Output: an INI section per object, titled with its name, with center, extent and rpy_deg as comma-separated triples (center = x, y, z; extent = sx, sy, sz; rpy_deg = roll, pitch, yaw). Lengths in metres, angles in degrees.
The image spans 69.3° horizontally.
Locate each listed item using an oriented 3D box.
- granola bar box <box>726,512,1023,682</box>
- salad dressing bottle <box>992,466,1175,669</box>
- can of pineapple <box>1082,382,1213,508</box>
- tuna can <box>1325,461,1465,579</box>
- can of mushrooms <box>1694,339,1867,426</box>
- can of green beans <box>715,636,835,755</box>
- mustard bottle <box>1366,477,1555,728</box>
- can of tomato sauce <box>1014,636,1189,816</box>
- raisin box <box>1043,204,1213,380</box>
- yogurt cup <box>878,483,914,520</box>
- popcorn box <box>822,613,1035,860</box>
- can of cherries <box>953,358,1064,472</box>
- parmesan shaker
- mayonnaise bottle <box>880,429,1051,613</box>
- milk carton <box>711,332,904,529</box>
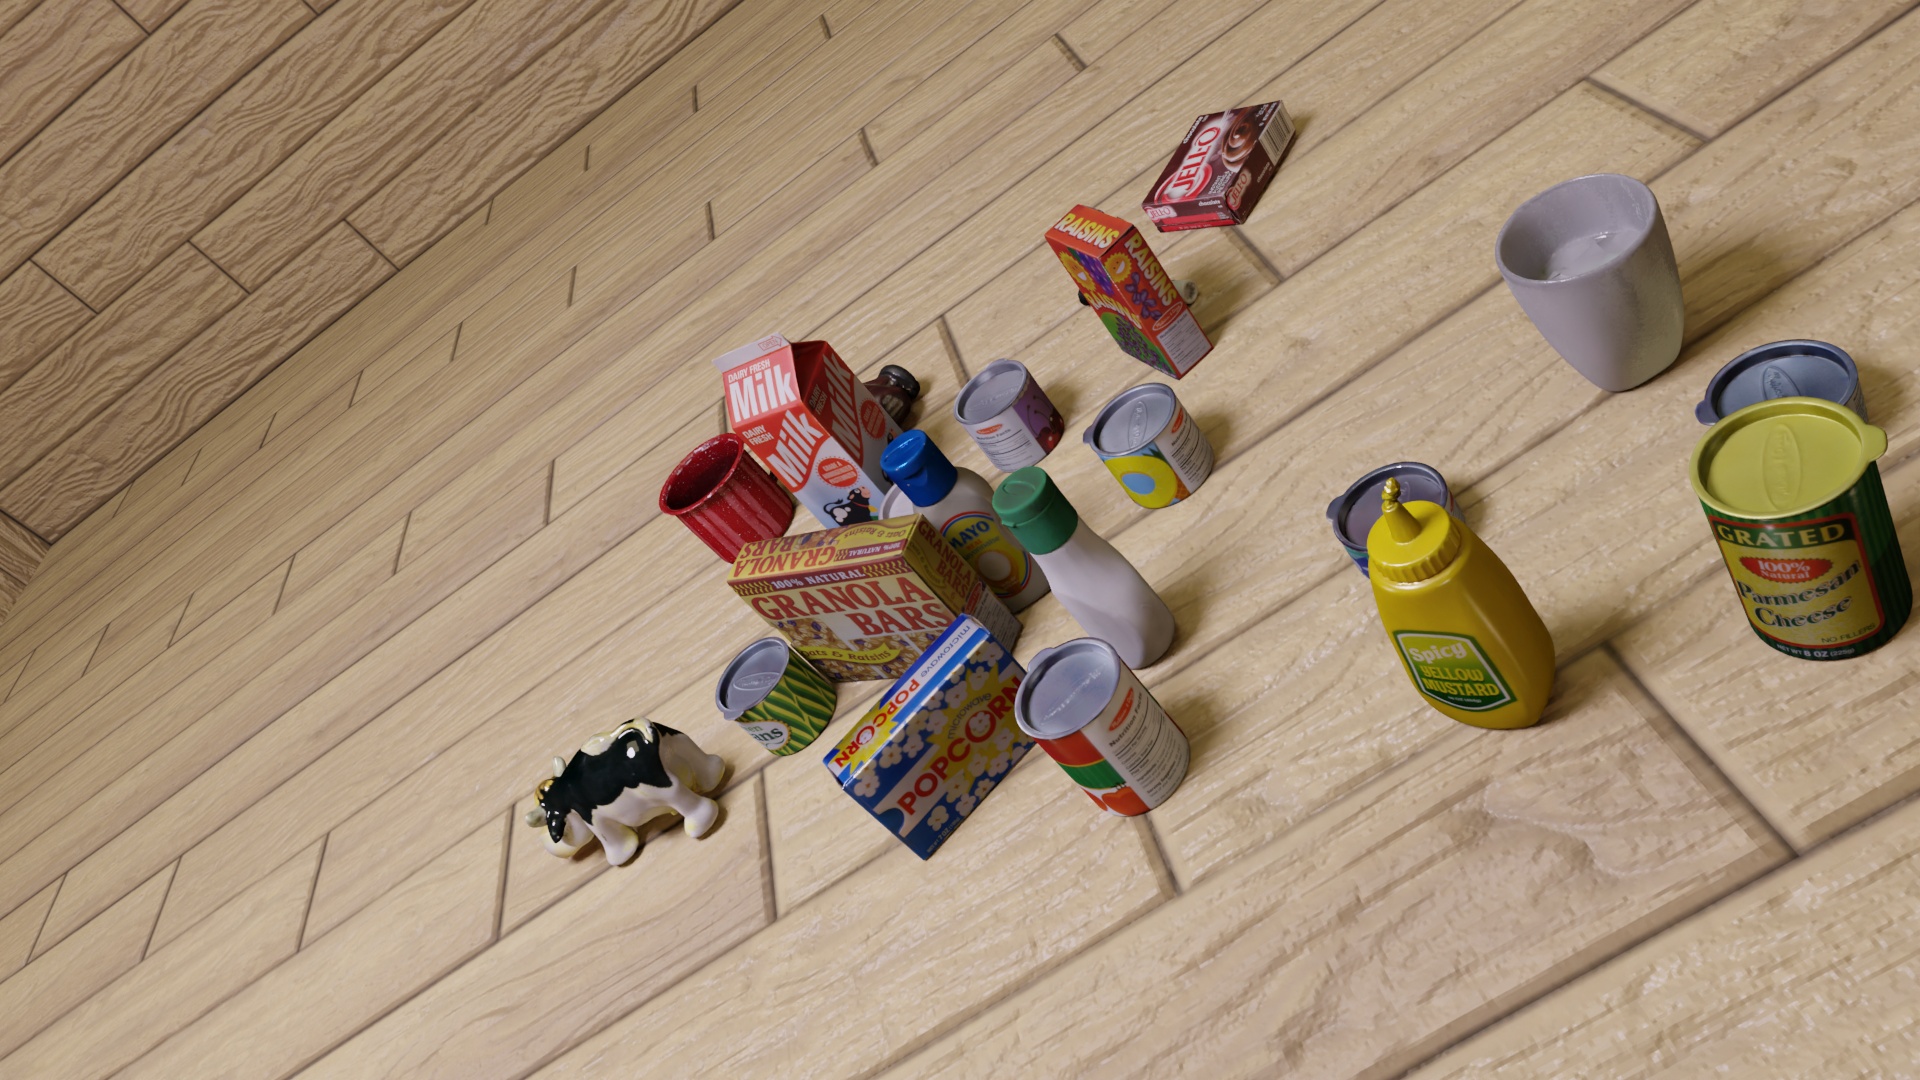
[granola bar box]
center = -0.060, 0.044, 0.943
extent = 0.165, 0.124, 0.039
rpy_deg = -9, 45, 39
[salad dressing bottle]
center = 0.073, 0.017, 0.820
extent = 0.044, 0.147, 0.064
rpy_deg = -52, 35, -16
[can of pineapple]
center = 0.128, -0.064, 0.939
extent = 0.071, 0.057, 0.071
rpy_deg = -26, 36, 21
[tuna can]
center = 0.245, -0.009, 0.783
extent = 0.071, 0.032, 0.071
rpy_deg = -26, 36, 21
[can of mushrooms]
center = 0.405, -0.064, 0.687
extent = 0.071, 0.033, 0.071
rpy_deg = -26, 36, 21
[can of green beans]
center = -0.132, 0.112, 0.996
extent = 0.071, 0.057, 0.071
rpy_deg = -26, 36, 21
[mustard bottle]
center = 0.225, 0.027, 0.646
extent = 0.065, 0.160, 0.049
rpy_deg = -2, 50, 44
[can of tomato sauce]
center = 0.079, 0.104, 0.774
extent = 0.071, 0.083, 0.071
rpy_deg = -26, 36, 21
[raisin box]
center = 0.124, -0.184, 1.021
extent = 0.040, 0.123, 0.086
rpy_deg = -43, 33, -2
[yogurt cup]
center = -0.019, -0.017, 1.035
extent = 0.072, 0.053, 0.073
rpy_deg = -26, 36, 21
[popcorn box]
center = -0.010, 0.118, 0.843
extent = 0.127, 0.085, 0.038
rpy_deg = -46, 34, -8
[can of cherries]
center = 0.039, -0.097, 1.066
extent = 0.071, 0.058, 0.072
rpy_deg = -26, 36, 21
[parmesan shaker]
center = 0.364, -0.003, 0.594
extent = 0.071, 0.103, 0.072
rpy_deg = -26, 36, 21
[mayonnaise bottle]
center = 0.003, -0.012, 0.922
extent = 0.064, 0.147, 0.041
rpy_deg = -33, 34, 13
[milk carton]
center = -0.108, -0.084, 1.077
extent = 0.072, 0.190, 0.074
rpy_deg = -17, 40, 32
